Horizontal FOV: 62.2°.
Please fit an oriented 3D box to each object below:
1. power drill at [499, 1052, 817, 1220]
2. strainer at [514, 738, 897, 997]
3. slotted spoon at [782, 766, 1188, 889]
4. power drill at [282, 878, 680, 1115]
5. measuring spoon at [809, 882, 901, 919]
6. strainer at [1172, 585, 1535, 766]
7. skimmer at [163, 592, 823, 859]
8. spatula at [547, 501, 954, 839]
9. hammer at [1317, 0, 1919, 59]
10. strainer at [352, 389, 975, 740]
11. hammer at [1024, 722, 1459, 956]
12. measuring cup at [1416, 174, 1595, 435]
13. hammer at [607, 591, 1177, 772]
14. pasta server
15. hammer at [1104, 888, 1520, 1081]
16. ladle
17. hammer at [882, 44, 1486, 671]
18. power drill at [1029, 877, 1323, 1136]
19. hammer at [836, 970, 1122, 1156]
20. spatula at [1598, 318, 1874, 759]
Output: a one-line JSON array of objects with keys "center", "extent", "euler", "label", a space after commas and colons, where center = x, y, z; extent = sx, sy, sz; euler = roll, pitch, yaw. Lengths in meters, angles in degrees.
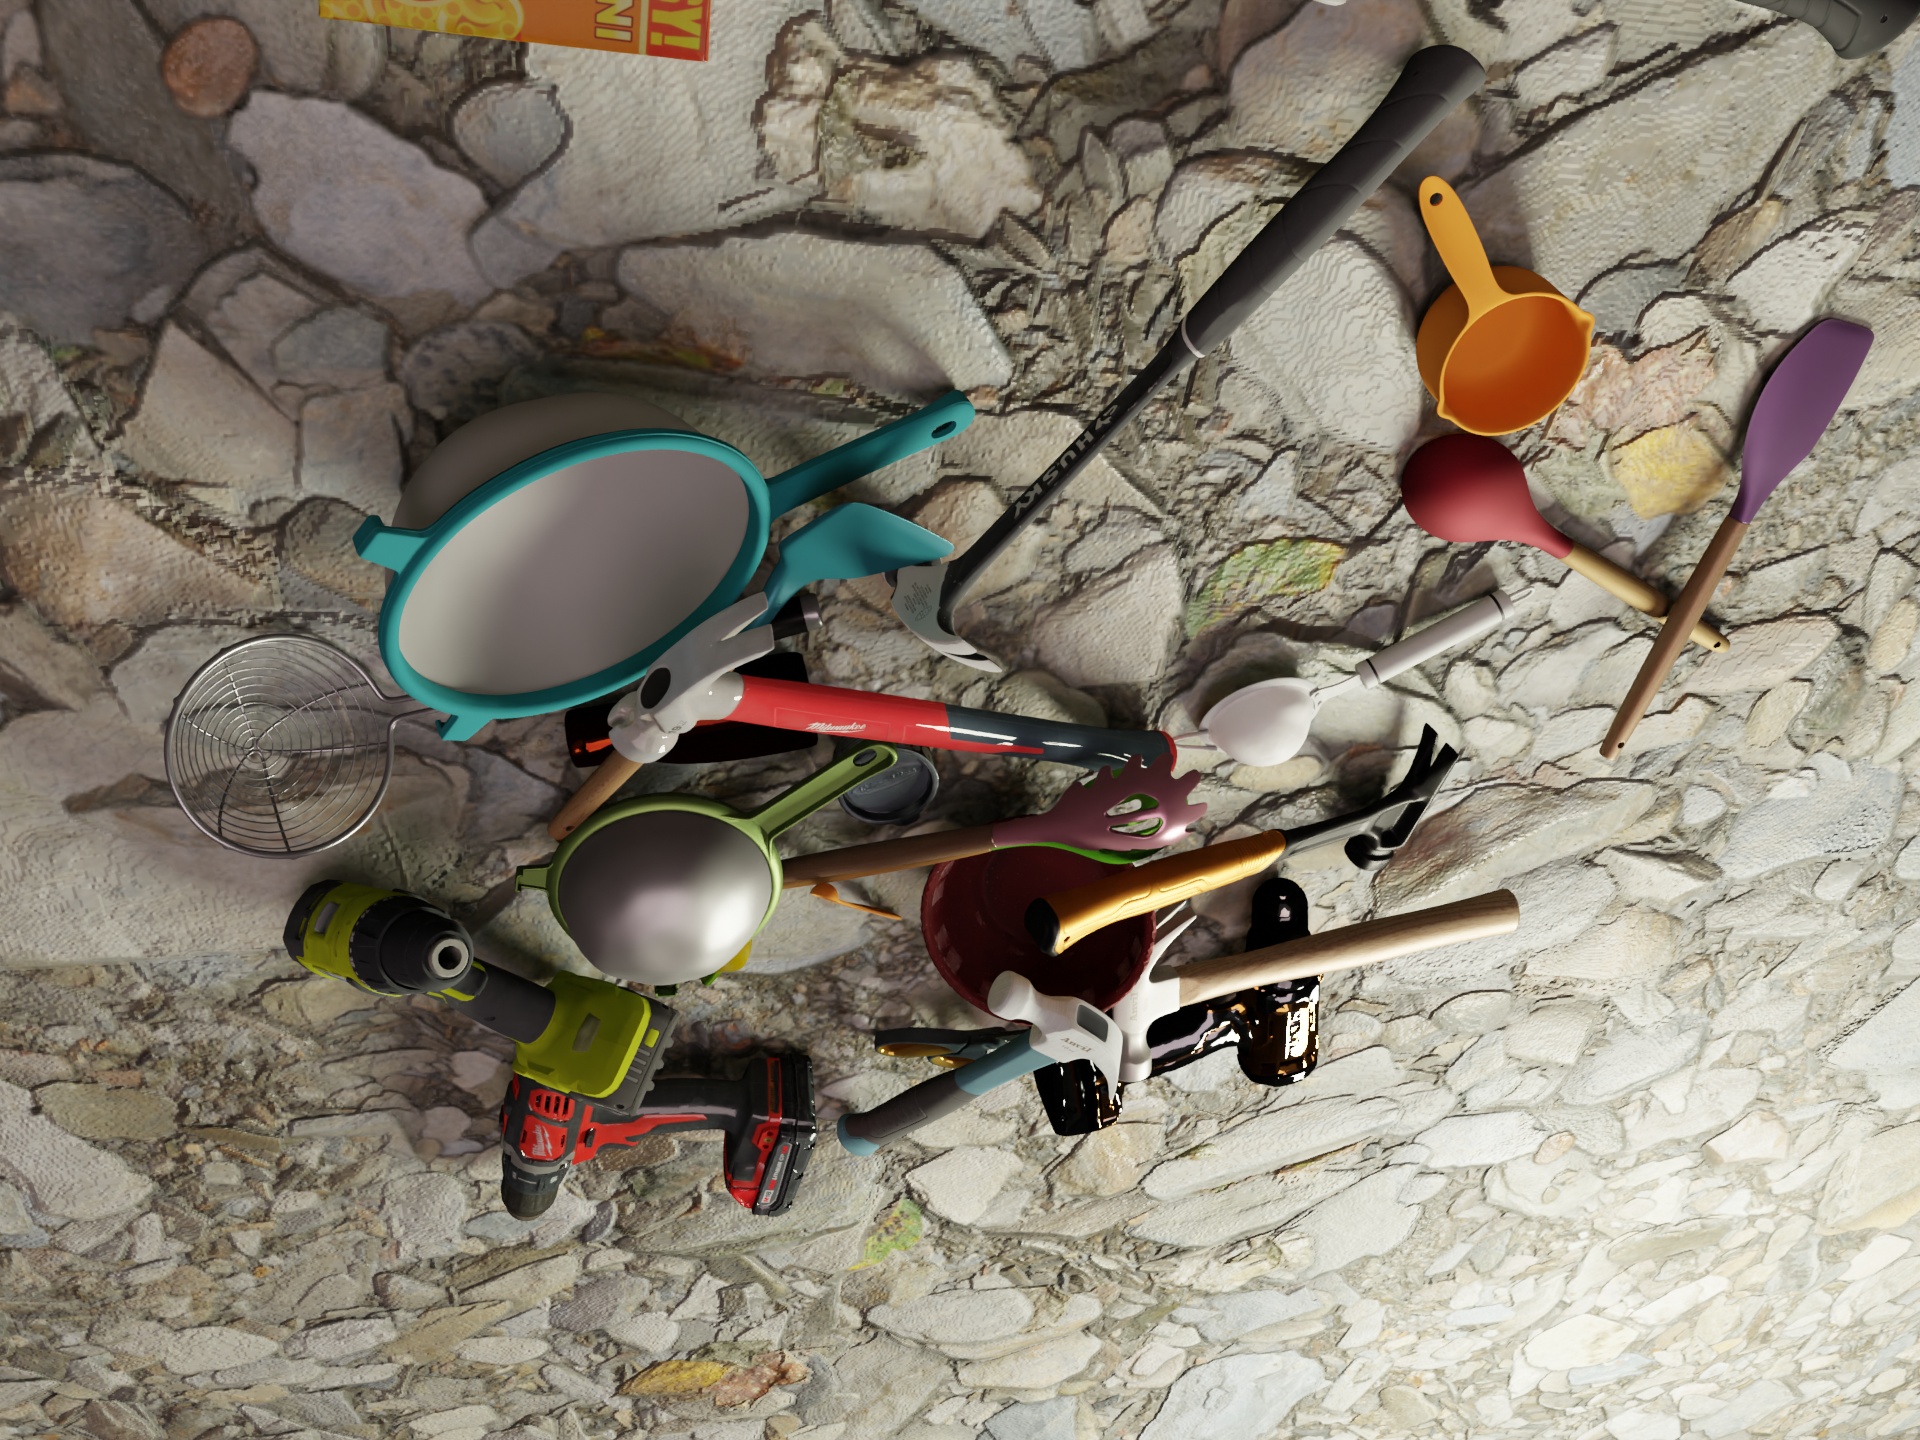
[{"center": [-0.236, 0.320, 1.208], "extent": [0.226, 0.080, 0.187], "euler": [9, 127, -16], "label": "power drill"}, {"center": [-0.143, 0.095, 0.996], "extent": [0.256, 0.069, 0.151], "euler": [-32, 126, 14], "label": "strainer"}, {"center": [-0.005, 0.085, 1.053], "extent": [0.314, 0.031, 0.070], "euler": [-11, 117, 15], "label": "slotted spoon"}, {"center": [-0.296, 0.173, 1.010], "extent": [0.191, 0.080, 0.228], "euler": [-1, 151, 49], "label": "power drill"}, {"center": [-0.069, 0.125, 1.095], "extent": [0.021, 0.011, 0.116], "euler": [11, 171, 27], "label": "measuring spoon"}, {"center": [0.263, -0.026, 1.056], "extent": [0.258, 0.050, 0.086], "euler": [-28, 146, 7], "label": "strainer"}, {"center": [-0.256, -0.017, 0.910], "extent": [0.363, 0.090, 0.127], "euler": [-14, 101, -4], "label": "skimmer"}, {"center": [-0.139, -0.021, 0.906], "extent": [0.317, 0.044, 0.082], "euler": [-43, 144, 24], "label": "spatula"}, {"center": [0.332, -0.388, 0.770], "extent": [0.334, 0.035, 0.146], "euler": [7, 128, -18], "label": "hammer"}, {"center": [-0.157, -0.129, 0.847], "extent": [0.340, 0.095, 0.210], "euler": [-27, 156, -18], "label": "strainer"}, {"center": [0.187, 0.088, 1.052], "extent": [0.336, 0.034, 0.127], "euler": [-14, 141, -31], "label": "hammer"}, {"center": [0.280, -0.237, 0.875], "extent": [0.095, 0.052, 0.173], "euler": [-32, 127, 14], "label": "measuring cup"}, {"center": [-0.001, -0.003, 0.936], "extent": [0.386, 0.038, 0.143], "euler": [8, 151, -39], "label": "hammer"}, {"center": [0.000, 0.076, 1.023], "extent": [0.316, 0.040, 0.060], "euler": [-11, 100, 21], "label": "pasta server"}, {"center": [0.261, 0.168, 1.161], "extent": [0.331, 0.031, 0.130], "euler": [-10, 115, -15], "label": "hammer"}, {"center": [0.406, -0.102, 1.034], "extent": [0.315, 0.031, 0.069], "euler": [22, 121, -30], "label": "ladle"}, {"center": [0.111, -0.189, 0.839], "extent": [0.036, 0.149, 0.409], "euler": [36, 107, -31], "label": "hammer"}, {"center": [0.168, 0.216, 1.210], "extent": [0.226, 0.084, 0.185], "euler": [-12, 124, -9], "label": "power drill"}, {"center": [-0.001, 0.267, 1.166], "extent": [0.128, 0.033, 0.331], "euler": [28, 142, -20], "label": "hammer"}, {"center": [0.491, -0.108, 1.034], "extent": [0.059, 0.018, 0.315], "euler": [8, 119, -18], "label": "spatula"}]
